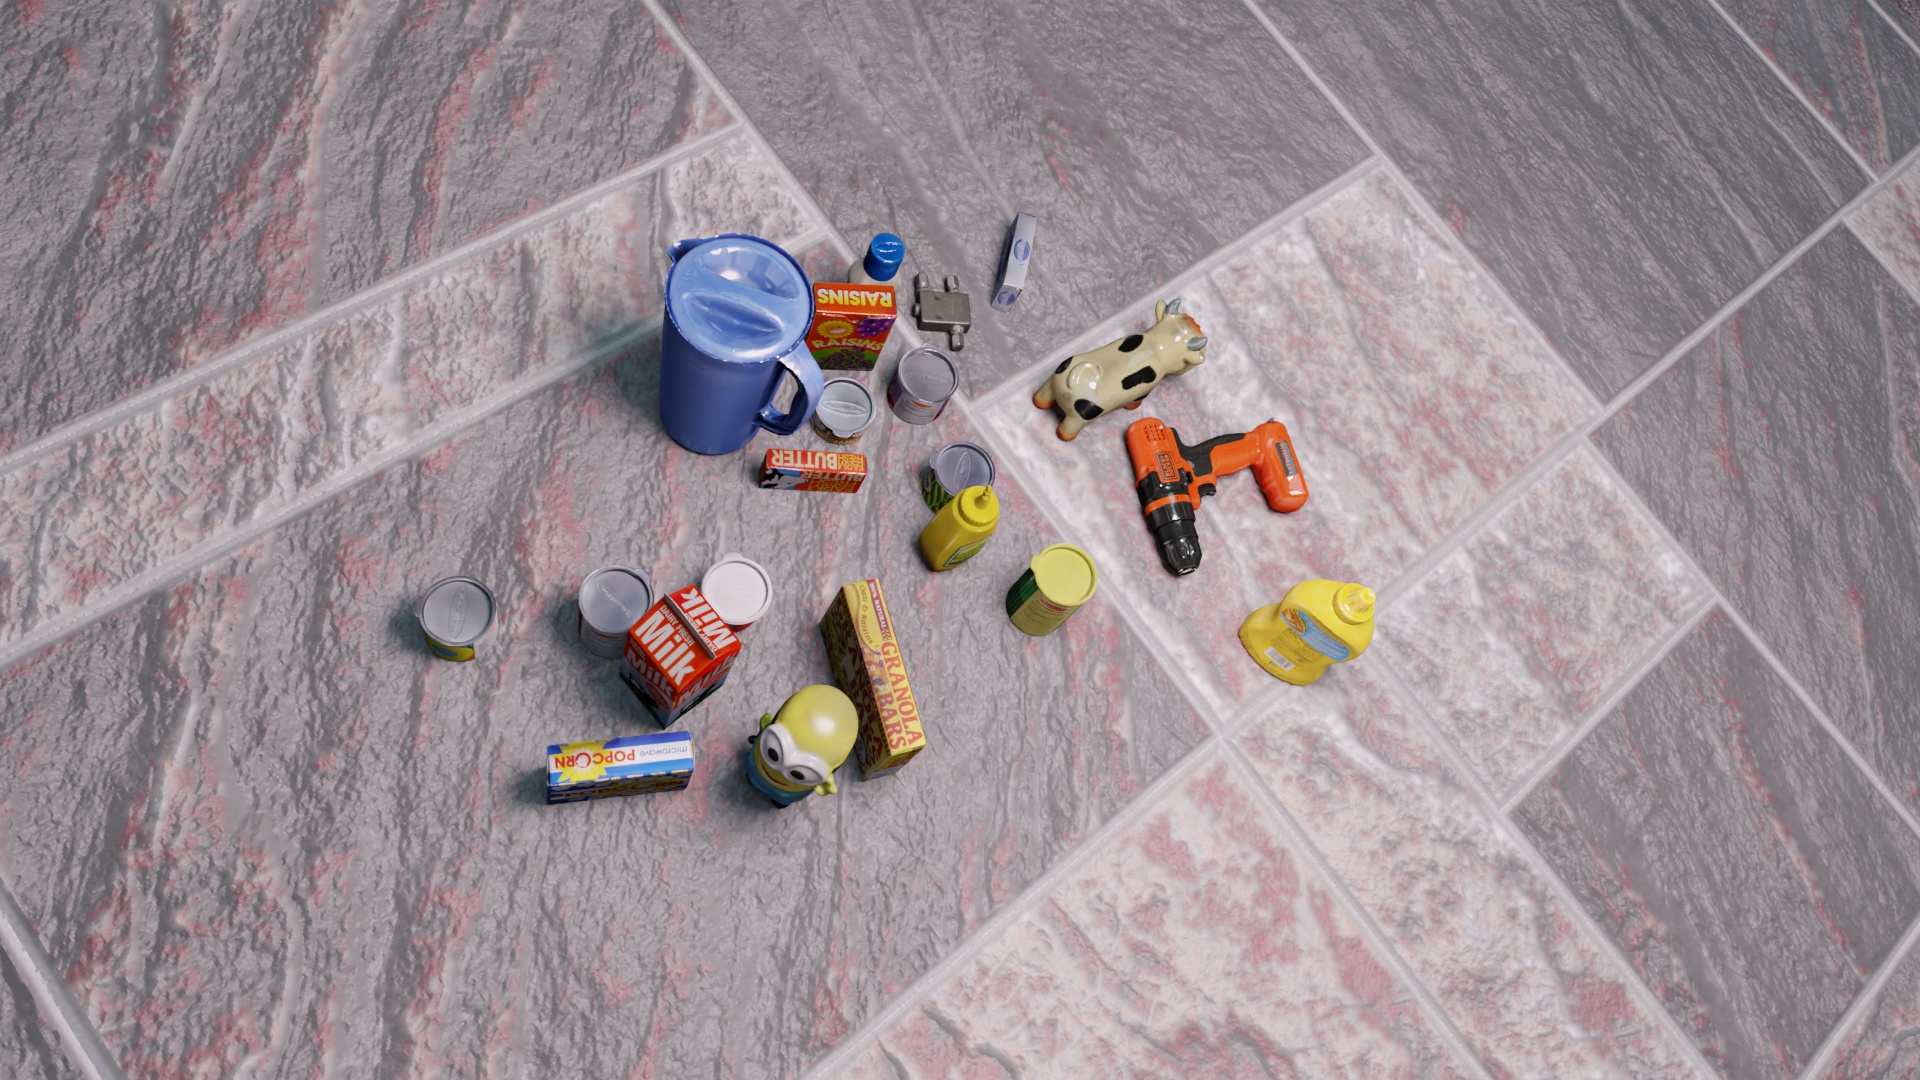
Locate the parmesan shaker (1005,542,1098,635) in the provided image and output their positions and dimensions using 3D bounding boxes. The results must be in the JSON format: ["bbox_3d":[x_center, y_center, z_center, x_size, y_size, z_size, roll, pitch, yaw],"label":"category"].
[{"bbox_3d":[0.089,0.050,1.413,0.071,0.102,0.071,6,68,-14],"label":"parmesan shaker"}]

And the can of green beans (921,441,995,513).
[{"bbox_3d":[-0.003,-0.063,1.457,0.071,0.057,0.071,6,67,-14],"label":"can of green beans"}]

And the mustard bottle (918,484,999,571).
[{"bbox_3d":[0.005,-0.017,1.383,0.065,0.159,0.049,-24,78,-23],"label":"mustard bottle"}]

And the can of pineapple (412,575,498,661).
[{"bbox_3d":[-0.458,0.071,1.267,0.071,0.057,0.071,6,67,-14],"label":"can of pineapple"}]

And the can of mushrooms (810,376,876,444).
[{"bbox_3d":[-0.125,-0.134,1.463,0.071,0.033,0.071,6,67,-14],"label":"can of mushrooms"}]

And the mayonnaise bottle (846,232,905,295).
[{"bbox_3d":[-0.093,-0.269,1.463,0.065,0.147,0.041,-7,72,-19],"label":"mayonnaise bottle"}]

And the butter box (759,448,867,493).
[{"bbox_3d":[-0.151,-0.071,1.418,0.104,0.053,0.024,3,69,-16],"label":"butter box"}]

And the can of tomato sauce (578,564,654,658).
[{"bbox_3d":[-0.321,0.066,1.296,0.071,0.082,0.071,6,68,-14],"label":"can of tomato sauce"}]

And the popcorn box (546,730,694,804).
[{"bbox_3d":[-0.305,0.204,1.244,0.127,0.085,0.038,-4,70,-18],"label":"popcorn box"}]

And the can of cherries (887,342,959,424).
[{"bbox_3d":[-0.040,-0.167,1.487,0.071,0.058,0.072,6,67,-14],"label":"can of cherries"}]

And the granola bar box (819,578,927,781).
[{"bbox_3d":[-0.084,0.133,1.316,0.039,0.123,0.166,-11,73,-20],"label":"granola bar box"}]

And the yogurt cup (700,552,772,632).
[{"bbox_3d":[-0.220,0.056,1.346,0.072,0.053,0.072,6,67,-14],"label":"yogurt cup"}]

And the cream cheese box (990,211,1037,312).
[{"bbox_3d":[0.061,-0.316,1.580,0.024,0.053,0.104,16,65,-10],"label":"cream cheese box"}]

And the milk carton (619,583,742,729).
[{"bbox_3d":[-0.251,0.101,1.243,0.074,0.189,0.072,-38,83,-25],"label":"milk carton"}]

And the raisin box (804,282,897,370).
[{"bbox_3d":[-0.121,-0.221,1.449,0.086,0.123,0.040,1,69,-16],"label":"raisin box"}]
